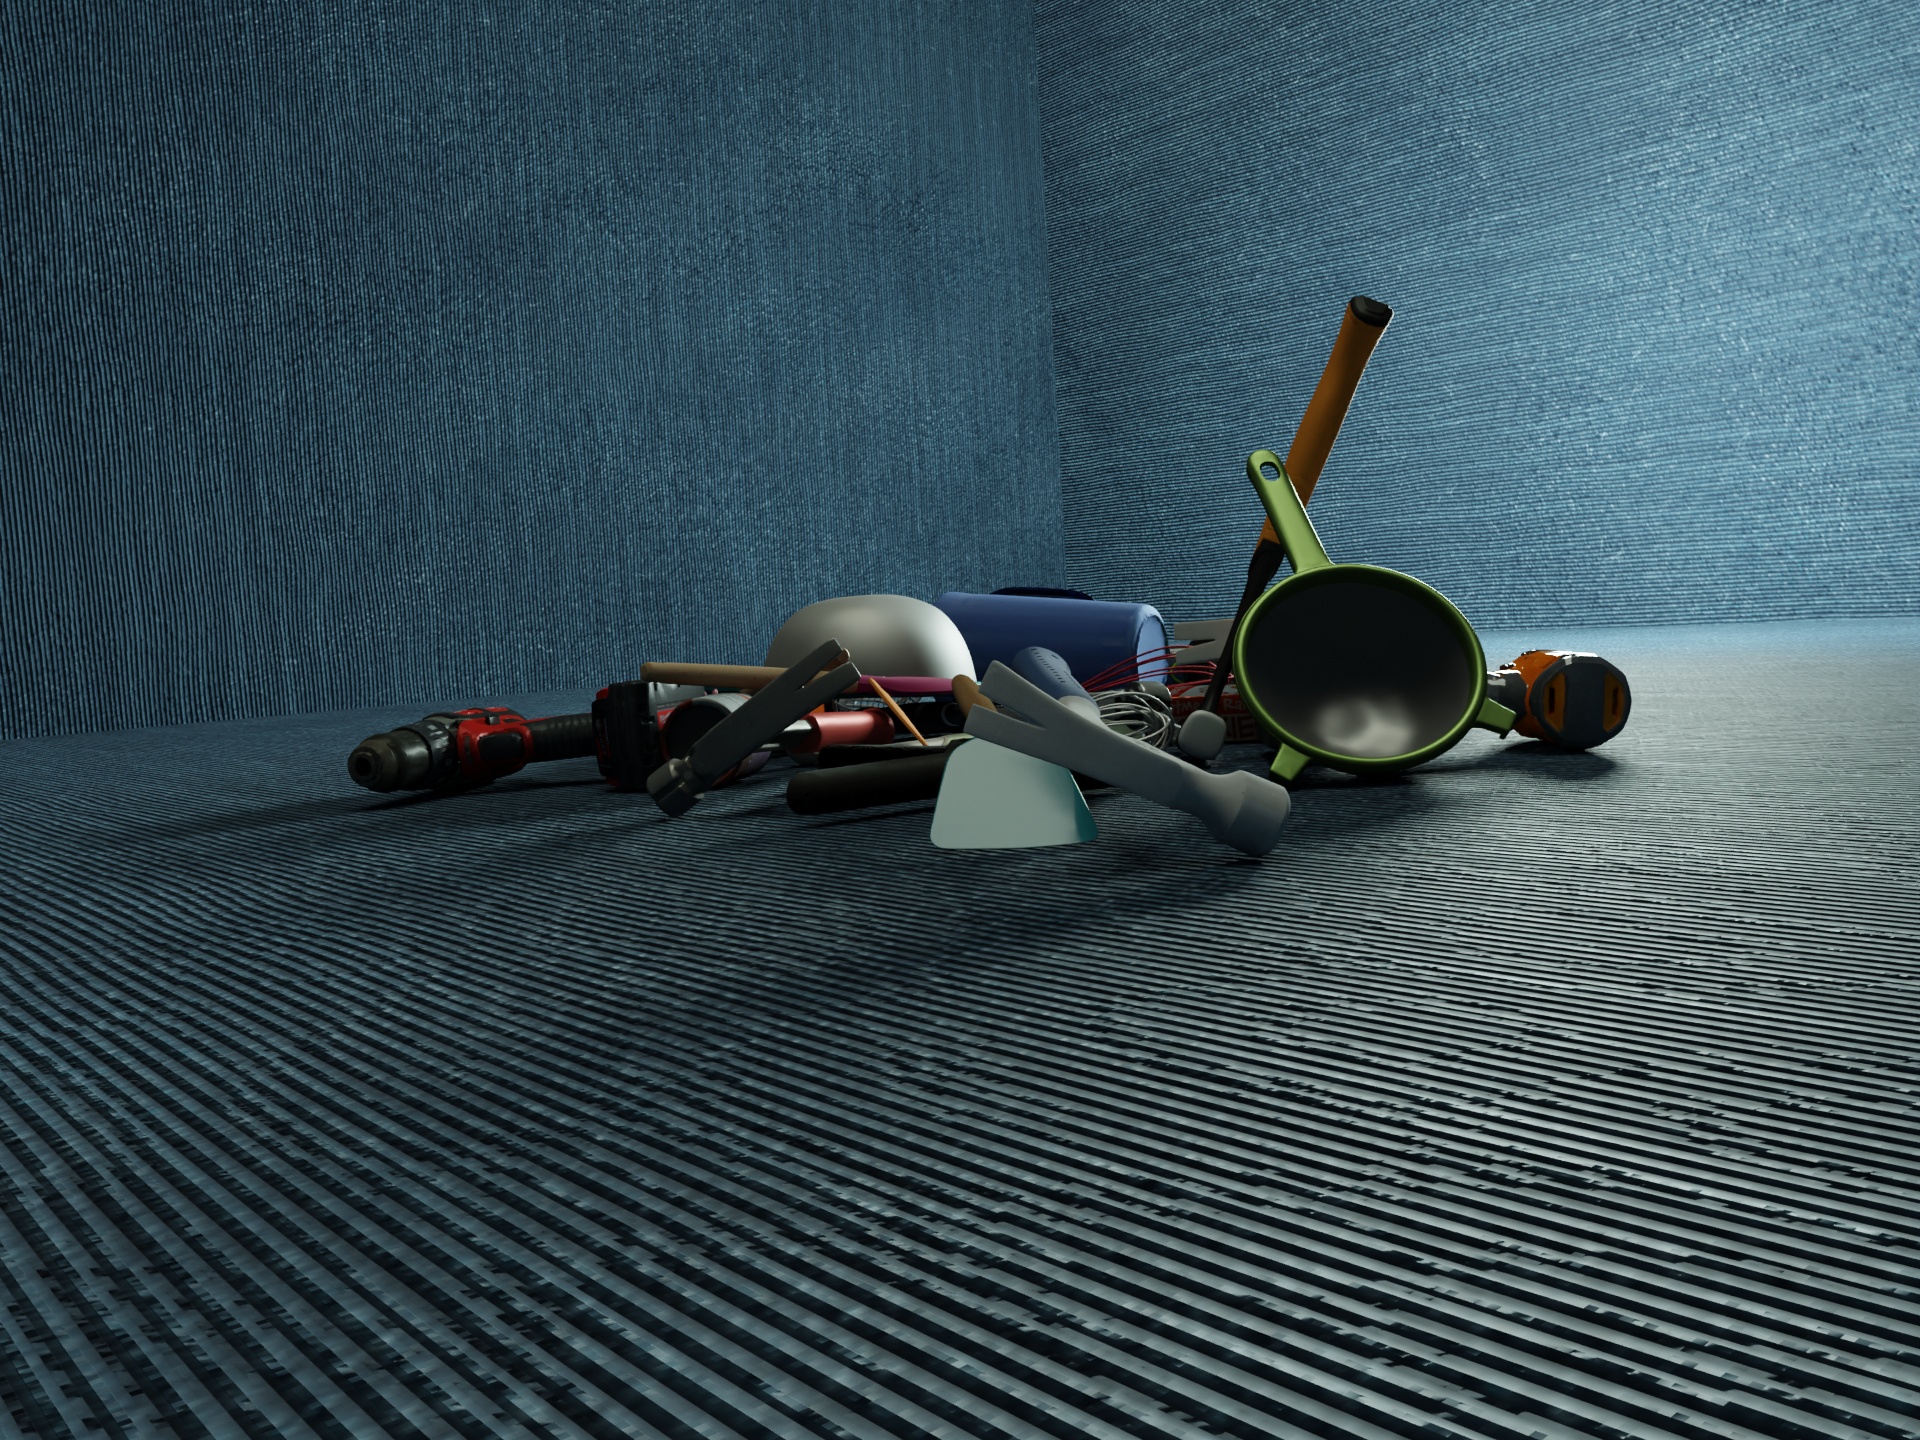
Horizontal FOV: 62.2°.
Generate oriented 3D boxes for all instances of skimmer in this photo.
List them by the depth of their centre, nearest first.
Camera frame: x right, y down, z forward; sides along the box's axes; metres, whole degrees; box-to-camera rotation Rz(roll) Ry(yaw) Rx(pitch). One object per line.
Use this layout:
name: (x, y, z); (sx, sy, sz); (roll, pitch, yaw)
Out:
skimmer: (-0.120, -0.044, 1.721); (0.127, 0.090, 0.363); (-36, 12, -16)

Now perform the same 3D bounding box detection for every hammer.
hammer: (0.061, -0.007, 0.877); (0.144, 0.035, 0.405); (23, 6, -7)
hammer: (0.223, -0.132, 1.112); (0.034, 0.337, 0.127); (22, 4, 3)
hammer: (-0.095, 0.003, 1.121); (0.149, 0.037, 0.359); (-36, -6, 9)
hammer: (-0.002, -0.004, 1.289); (0.149, 0.036, 0.409); (0, -2, -26)
hammer: (0.292, -0.047, 1.357); (0.146, 0.038, 0.410); (-4, -6, 19)

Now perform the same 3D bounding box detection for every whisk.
whisk: (0.023, 0.018, 1.086); (0.246, 0.059, 0.058); (-7, 30, 5)
whisk: (0.104, -0.018, 1.444); (0.296, 0.073, 0.073); (-9, 3, 11)

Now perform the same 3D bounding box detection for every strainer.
strainer: (0.229, -0.061, 1.010); (0.151, 0.257, 0.069); (-13, -34, -5)
strainer: (-0.131, -0.066, 1.472); (0.340, 0.095, 0.211); (1, 2, 40)

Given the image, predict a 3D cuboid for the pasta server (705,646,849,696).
pasta server: (-0.179, -0.029, 1.351); (0.060, 0.040, 0.316); (-11, -4, -35)

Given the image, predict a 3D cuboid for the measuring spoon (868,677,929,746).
measuring spoon: (-0.029, 0.004, 1.069); (0.117, 0.011, 0.021); (47, 0, 37)

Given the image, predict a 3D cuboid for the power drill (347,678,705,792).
power drill: (-0.320, 0.017, 1.189); (0.227, 0.080, 0.188); (-5, 3, 17)

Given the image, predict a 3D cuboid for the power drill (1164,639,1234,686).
power drill: (0.300, -0.056, 1.654); (0.171, 0.080, 0.223); (-3, 1, 3)

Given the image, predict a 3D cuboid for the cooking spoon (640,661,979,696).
cooking spoon: (-0.104, -0.030, 1.227); (0.318, 0.017, 0.069); (2, -5, -41)

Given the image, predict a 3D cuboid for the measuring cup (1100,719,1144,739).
measuring cup: (0.102, -0.004, 1.330); (0.083, 0.038, 0.167); (-4, 6, -7)

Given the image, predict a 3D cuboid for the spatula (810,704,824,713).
spatula: (-0.132, 0.001, 1.461); (0.081, 0.041, 0.323); (-4, 5, -17)

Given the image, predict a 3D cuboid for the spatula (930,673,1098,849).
spatula: (0.013, 0.012, 0.916); (0.082, 0.044, 0.317); (-3, 10, -4)

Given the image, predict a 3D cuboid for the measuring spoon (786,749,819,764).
measuring spoon: (-0.158, 0.015, 1.229); (0.124, 0.018, 0.034); (17, 16, -41)

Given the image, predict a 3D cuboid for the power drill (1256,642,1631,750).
power drill: (0.321, -0.018, 1.096); (0.226, 0.084, 0.164); (1, 4, 6)
